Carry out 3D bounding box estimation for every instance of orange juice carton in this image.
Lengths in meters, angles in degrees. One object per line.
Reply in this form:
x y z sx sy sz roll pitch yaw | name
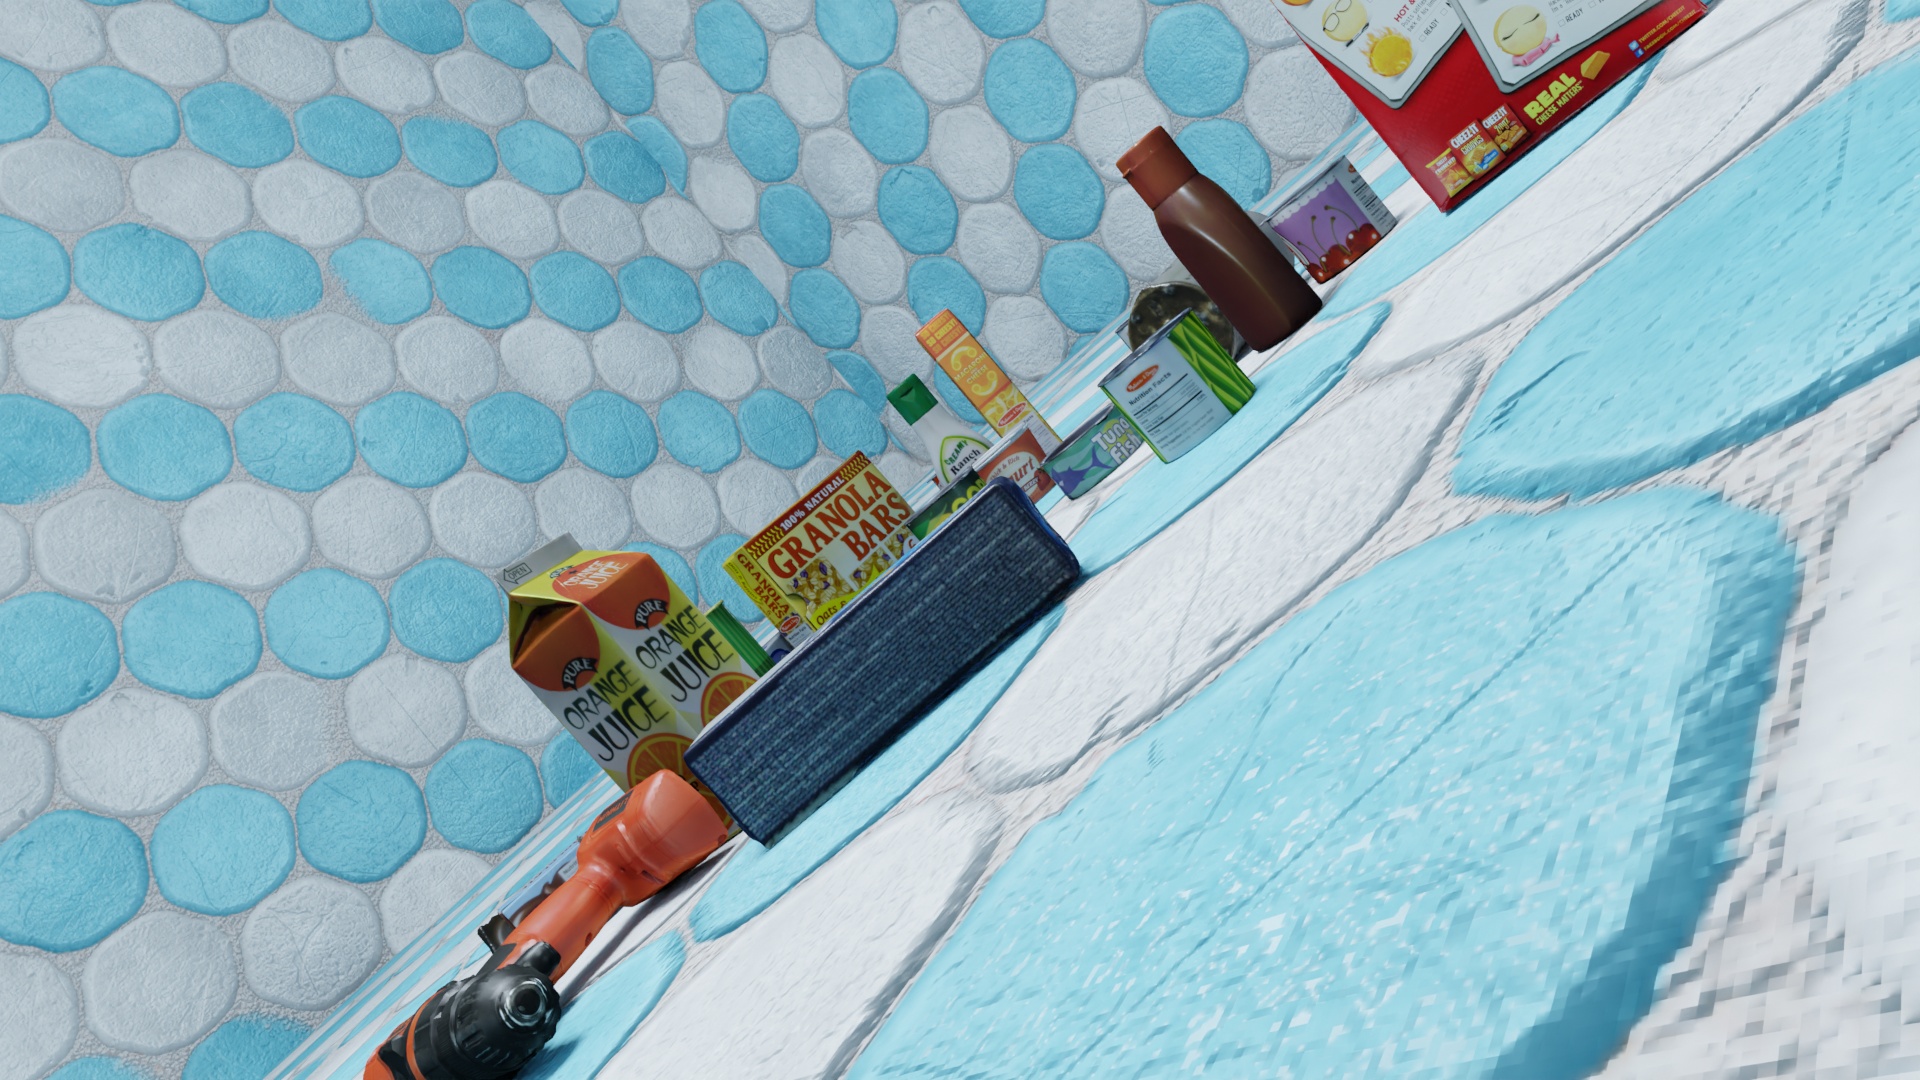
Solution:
-0.177 0.079 0.783 0.072 0.192 0.072 -38 5 30 | orange juice carton

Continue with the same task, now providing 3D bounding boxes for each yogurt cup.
0.042 -0.052 1.103 0.072 0.054 0.072 -40 4 4 | yogurt cup

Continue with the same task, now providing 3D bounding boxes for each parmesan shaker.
-0.159 0.101 0.979 0.071 0.103 0.071 -41 4 4 | parmesan shaker

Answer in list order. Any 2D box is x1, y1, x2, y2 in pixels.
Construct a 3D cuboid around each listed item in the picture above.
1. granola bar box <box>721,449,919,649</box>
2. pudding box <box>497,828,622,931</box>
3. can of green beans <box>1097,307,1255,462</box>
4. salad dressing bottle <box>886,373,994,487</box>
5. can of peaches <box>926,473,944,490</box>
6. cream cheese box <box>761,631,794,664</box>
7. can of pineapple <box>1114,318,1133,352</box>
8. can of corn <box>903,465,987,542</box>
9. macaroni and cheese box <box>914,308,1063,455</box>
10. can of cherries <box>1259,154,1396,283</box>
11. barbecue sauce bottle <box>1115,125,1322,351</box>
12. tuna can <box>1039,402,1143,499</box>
-0.096 0.016 1.136 0.039 0.124 0.166 -37 6 45 | granola bar box
-0.234 0.215 0.849 0.084 0.049 0.030 -43 5 -26 | pudding box
0.119 -0.085 0.763 0.071 0.058 0.071 -40 4 4 | can of green beans
-0.011 -0.094 1.336 0.064 0.147 0.044 -41 4 2 | salad dressing bottle
0.011 -0.060 1.399 0.071 0.058 0.071 -40 4 4 | can of peaches
-0.141 0.108 1.070 0.024 0.053 0.104 -40 5 12 | cream cheese box
0.176 -0.178 1.182 0.071 0.058 0.071 -40 4 4 | can of pineapple
0.004 -0.013 1.014 0.071 0.058 0.071 -40 4 4 | can of corn
0.029 -0.129 1.233 0.040 0.166 0.124 -41 4 3 | macaroni and cheese box
0.247 -0.214 0.936 0.071 0.058 0.071 -40 4 4 | can of cherries
0.156 -0.186 0.855 0.044 0.148 0.065 -42 4 -13 | barbecue sauce bottle
0.089 -0.061 0.929 0.071 0.033 0.071 -40 5 4 | tuna can
